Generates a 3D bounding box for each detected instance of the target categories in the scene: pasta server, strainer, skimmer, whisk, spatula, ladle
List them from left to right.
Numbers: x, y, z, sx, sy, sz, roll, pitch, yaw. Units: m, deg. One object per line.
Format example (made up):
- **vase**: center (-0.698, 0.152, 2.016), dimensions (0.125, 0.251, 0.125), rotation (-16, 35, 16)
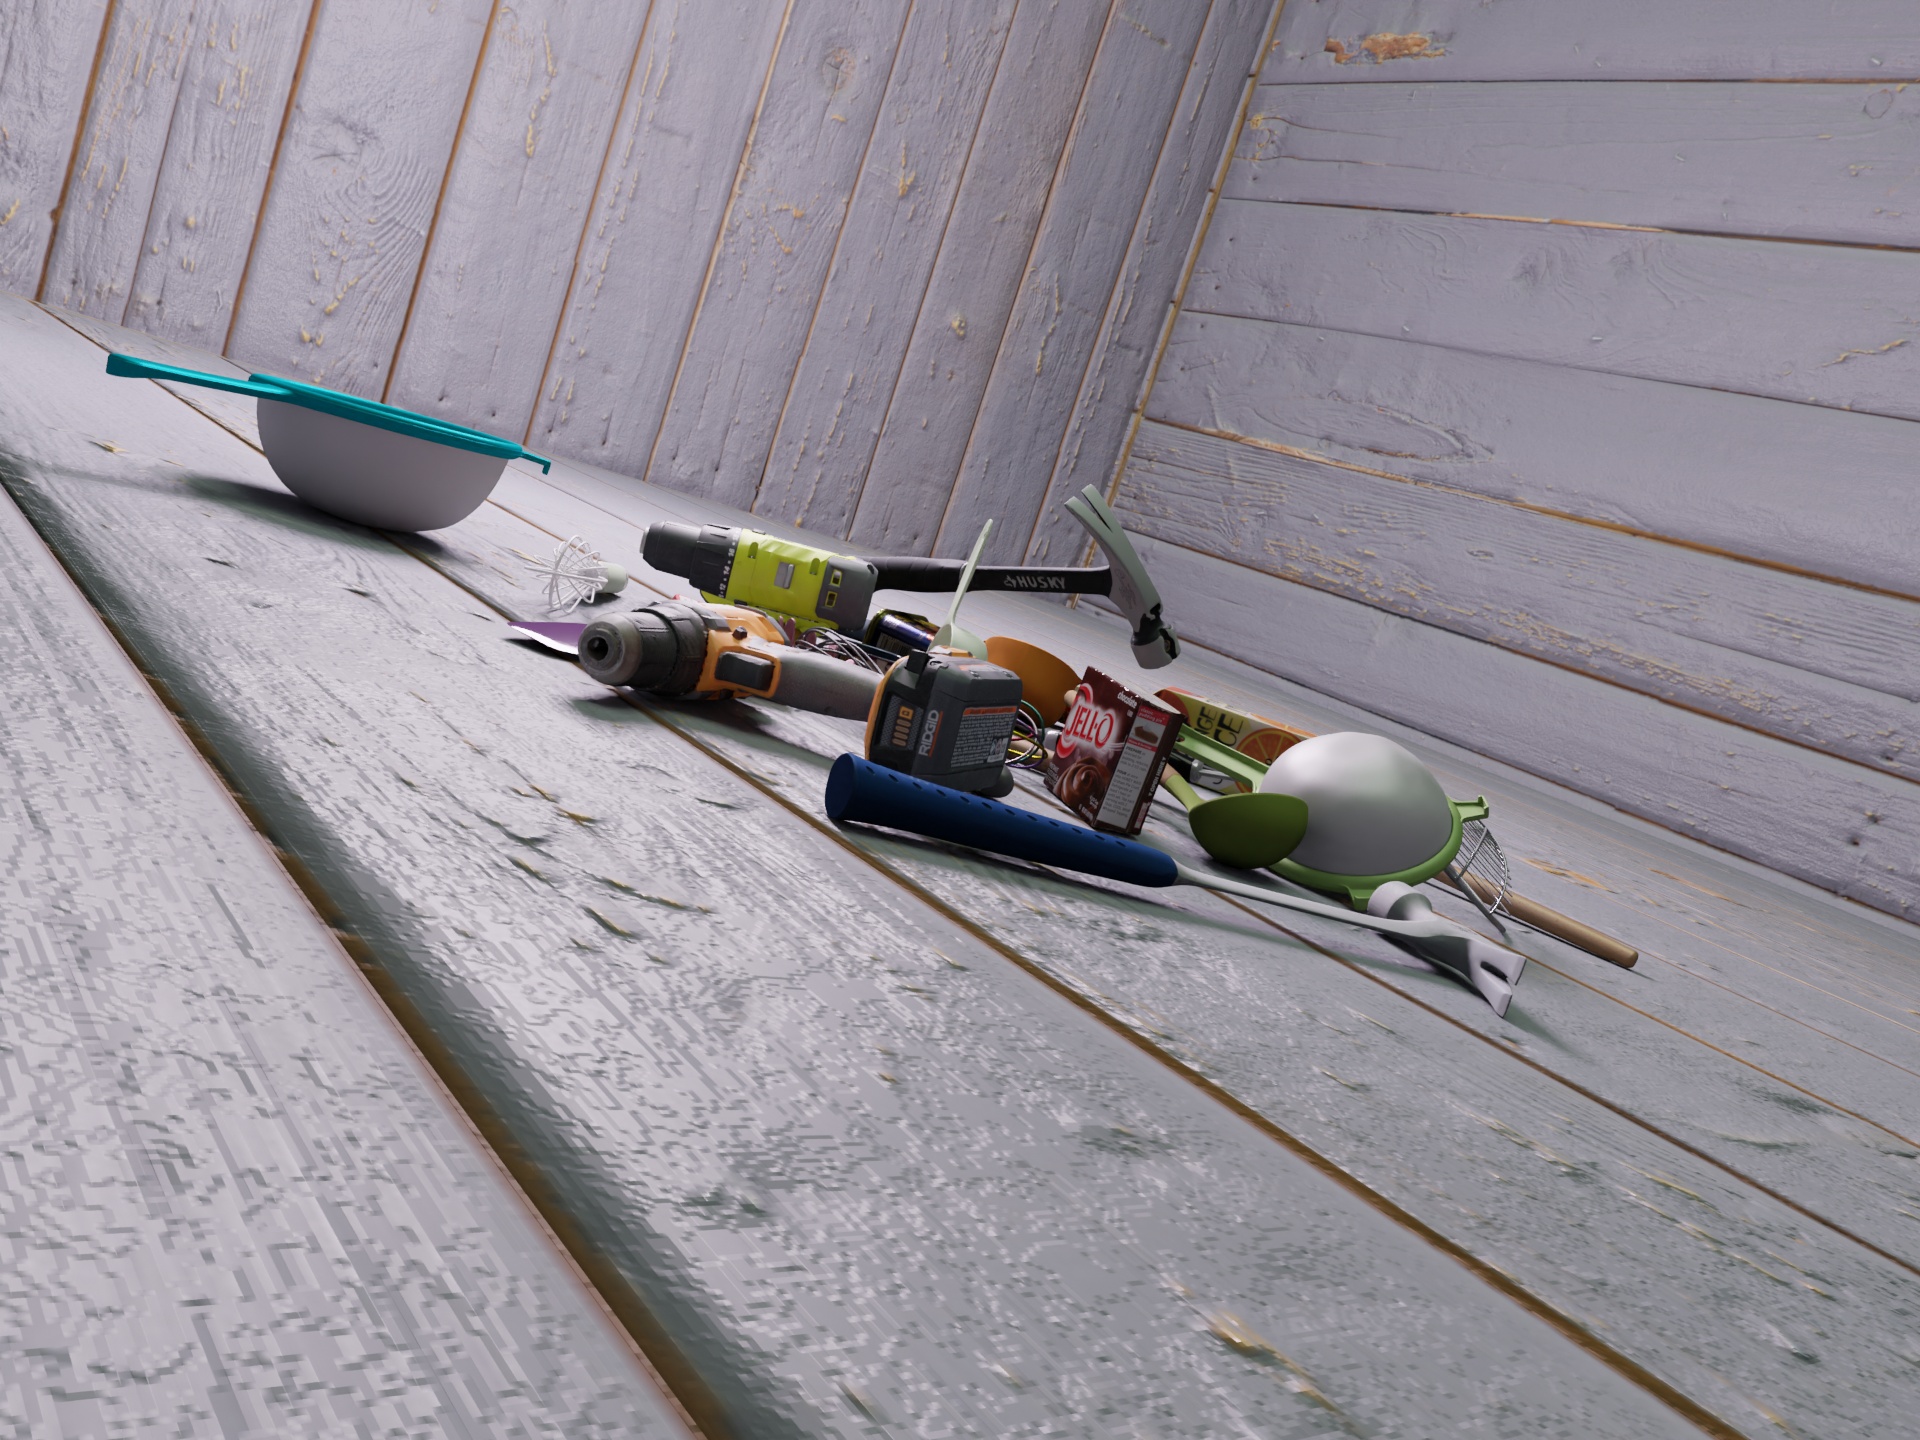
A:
- **strainer**: center (-0.497, -0.205, 1.218), dimensions (0.211, 0.095, 0.340), rotation (19, 9, 27)
- **whisk**: center (-0.291, -0.113, 1.245), dimensions (0.059, 0.058, 0.246), rotation (10, 3, -3)
- **spatula**: center (-0.210, -0.056, 1.125), dimensions (0.060, 0.018, 0.316), rotation (26, 10, 15)
- **whisk**: center (-0.048, -0.016, 1.149), dimensions (0.245, 0.051, 0.047), rotation (18, 12, 20)
- **whisk**: center (-0.044, -0.003, 1.067), dimensions (0.055, 0.055, 0.239), rotation (11, 16, -45)
- **pasta server**: center (-0.002, -0.004, 1.186), dimensions (0.316, 0.040, 0.060), rotation (22, -3, 15)
- **ladle**: center (0.146, 0.025, 1.149), dimensions (0.078, 0.062, 0.320), rotation (9, 17, -23)
- **skimmer**: center (0.232, 0.078, 1.202), dimensions (0.363, 0.090, 0.127), rotation (10, 0, 19)
- **strainer**: center (0.235, 0.029, 1.129), dimensions (0.151, 0.069, 0.257), rotation (-29, 41, -33)

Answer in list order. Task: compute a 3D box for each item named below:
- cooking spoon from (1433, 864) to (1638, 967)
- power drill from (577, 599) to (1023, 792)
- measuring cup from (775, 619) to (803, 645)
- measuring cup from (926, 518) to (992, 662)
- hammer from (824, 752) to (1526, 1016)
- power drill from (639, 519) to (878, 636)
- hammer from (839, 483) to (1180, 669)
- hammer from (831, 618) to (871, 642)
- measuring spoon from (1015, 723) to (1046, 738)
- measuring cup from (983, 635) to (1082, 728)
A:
- **cooking spoon**: center (0.385, 0.120, 1.273), dimensions (0.319, 0.017, 0.068), rotation (27, -8, 35)
- **power drill**: center (-0.096, -0.021, 0.935), dimensions (0.226, 0.084, 0.185), rotation (17, 7, 19)
- **measuring cup**: center (-0.123, -0.064, 1.341), dimensions (0.156, 0.029, 0.062), rotation (7, 14, -47)
- **measuring cup**: center (0.009, -0.077, 1.261), dimensions (0.038, 0.167, 0.083), rotation (22, -8, -15)
- **hammer**: center (0.123, 0.084, 0.859), dimensions (0.405, 0.035, 0.144), rotation (16, 8, -21)
- **power drill**: center (-0.174, -0.126, 1.377), dimensions (0.190, 0.080, 0.228), rotation (14, 1, -6)
- **hammer**: center (0.014, -0.125, 1.359), dimensions (0.036, 0.149, 0.409), rotation (-39, 27, -28)
- **hammer**: center (-0.025, -0.067, 1.579), dimensions (0.386, 0.038, 0.143), rotation (19, 6, 2)
- **measuring spoon**: center (0.020, -0.004, 1.346), dimensions (0.124, 0.018, 0.034), rotation (24, 6, -17)
- **measuring cup**: center (0.054, -0.016, 1.410), dimensions (0.095, 0.052, 0.173), rotation (22, -17, 10)
